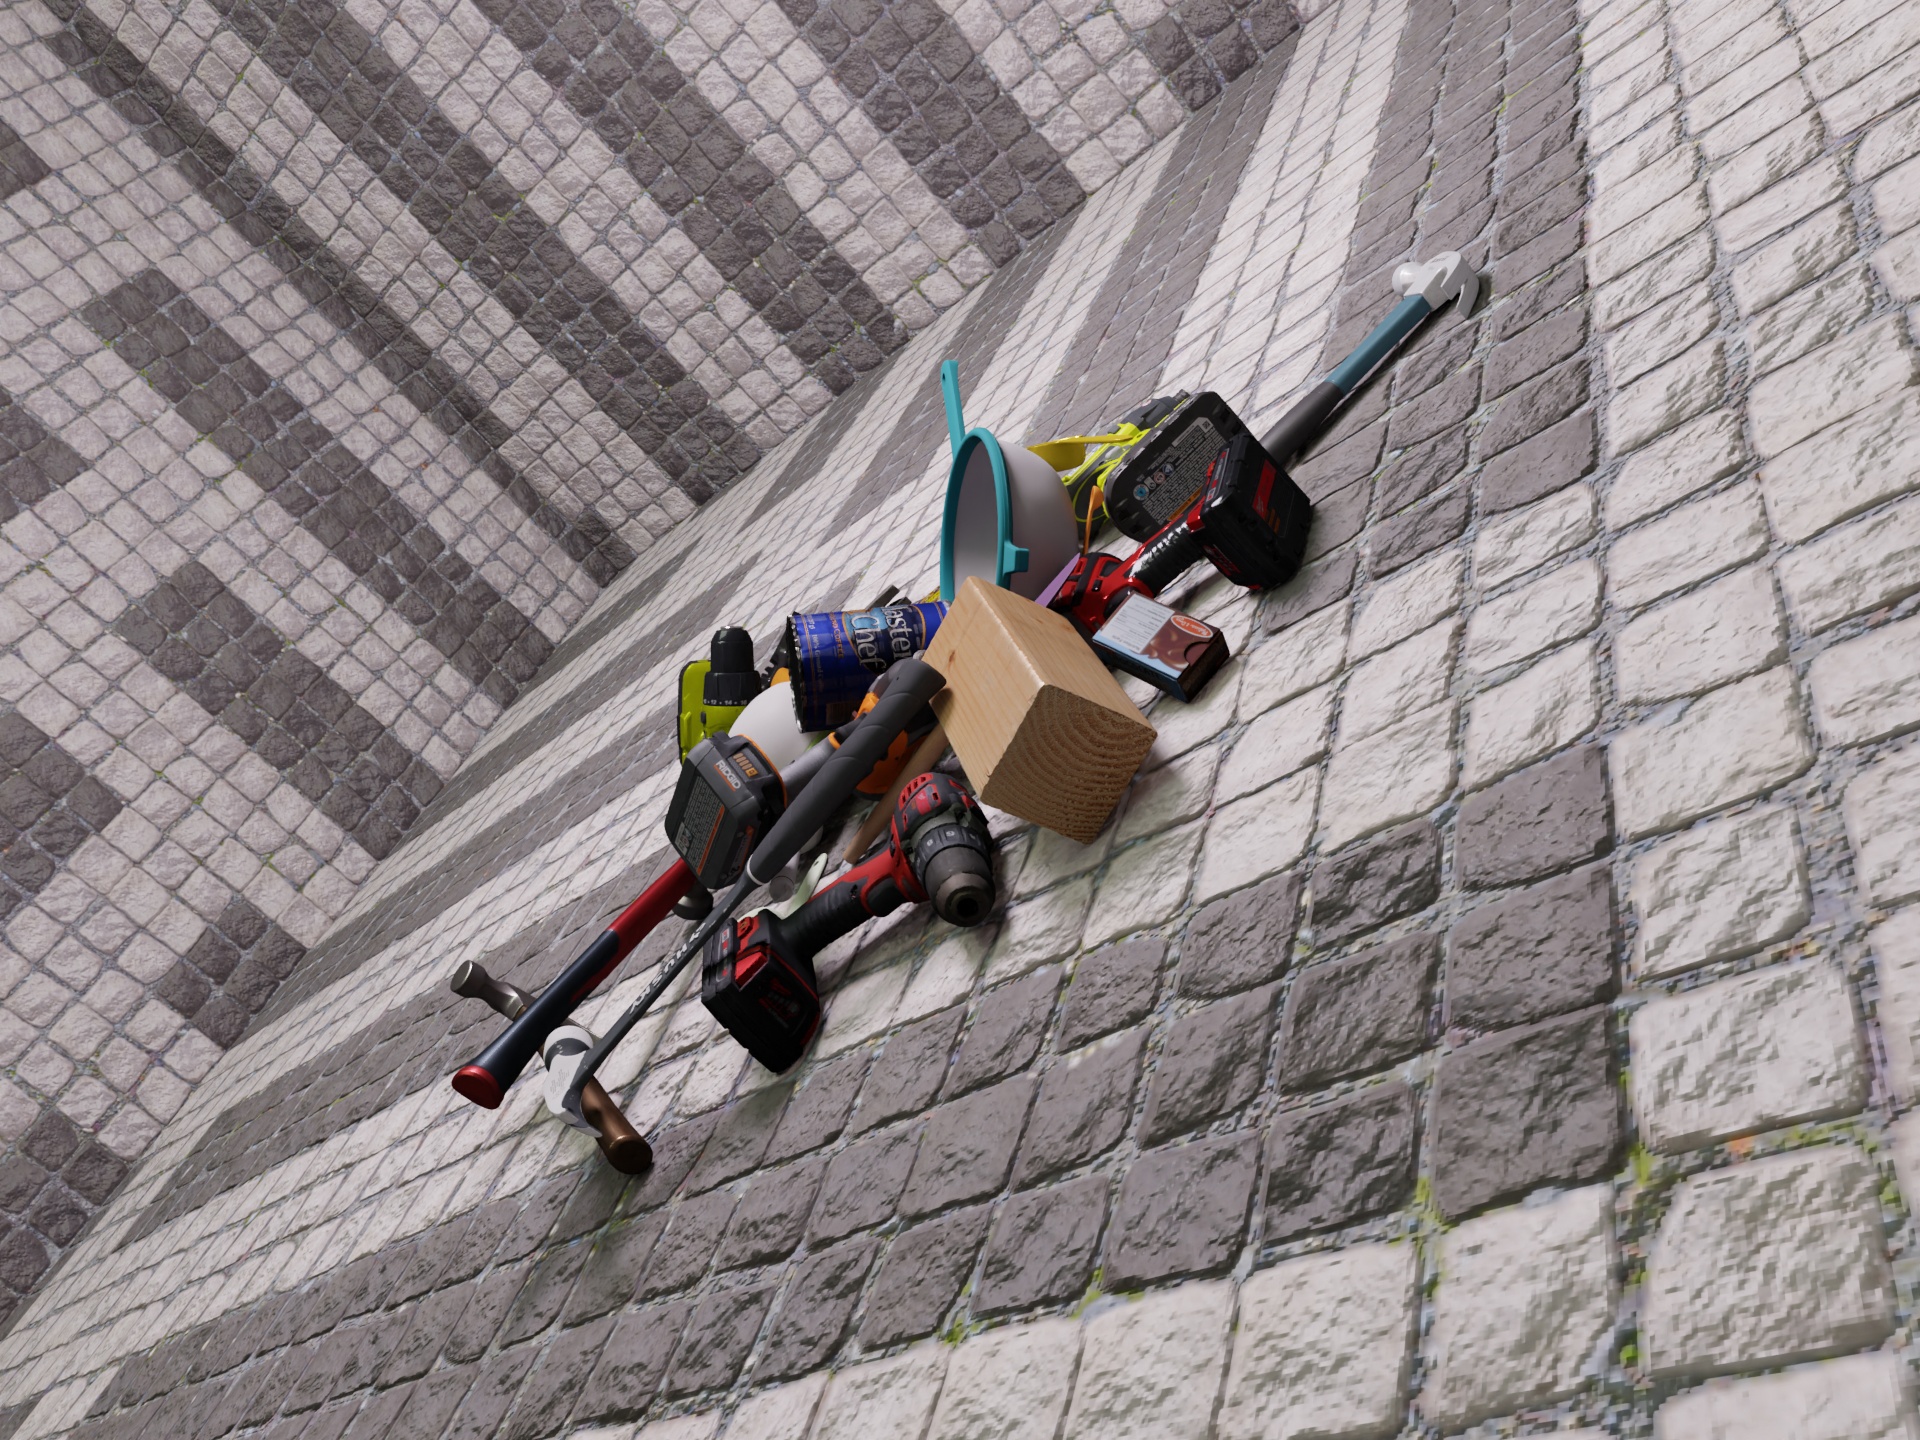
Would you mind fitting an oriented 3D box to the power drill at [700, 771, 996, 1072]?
[{"bbox_3d":[-0.070,0.141,1.103,0.226,0.080,0.188,-39,19,5],"label":"power drill"}]

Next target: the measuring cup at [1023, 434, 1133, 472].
[{"bbox_3d":[0.108,-0.233,1.396,0.062,0.029,0.157,-18,14,-24],"label":"measuring cup"}]

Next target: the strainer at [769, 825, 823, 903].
[{"bbox_3d":[-0.143,0.108,1.331,0.087,0.050,0.258,-34,12,6],"label":"strainer"}]

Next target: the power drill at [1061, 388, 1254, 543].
[{"bbox_3d":[0.169,-0.231,1.412,0.171,0.080,0.223,-45,15,0],"label":"power drill"}]

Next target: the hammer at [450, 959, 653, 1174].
[{"bbox_3d":[-0.313,0.281,1.273,0.031,0.130,0.331,-57,31,-7],"label":"hammer"}]

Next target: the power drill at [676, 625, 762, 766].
[{"bbox_3d":[-0.244,-0.005,1.642,0.080,0.190,0.228,-2,6,-15],"label":"power drill"}]

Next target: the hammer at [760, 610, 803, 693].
[{"bbox_3d":[-0.186,-0.046,1.703,0.127,0.034,0.337,-61,11,2],"label":"hammer"}]

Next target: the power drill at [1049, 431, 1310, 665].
[{"bbox_3d":[0.148,-0.108,1.190,0.219,0.078,0.143,-33,21,37],"label":"power drill"}]

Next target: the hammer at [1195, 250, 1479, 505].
[{"bbox_3d":[0.290,-0.256,1.280,0.331,0.033,0.128,-45,17,-4],"label":"hammer"}]

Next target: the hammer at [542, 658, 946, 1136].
[{"bbox_3d":[-0.152,0.118,1.104,0.409,0.036,0.149,-49,19,2],"label":"hammer"}]

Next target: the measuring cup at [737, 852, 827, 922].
[{"bbox_3d":[-0.153,0.155,1.295,0.083,0.038,0.168,-29,22,38],"label":"measuring cup"}]

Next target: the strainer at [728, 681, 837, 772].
[{"bbox_3d":[-0.177,0.039,1.398,0.151,0.069,0.256,-45,13,23],"label":"strainer"}]

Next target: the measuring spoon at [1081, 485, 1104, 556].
[{"bbox_3d":[0.108,-0.142,1.334,0.021,0.011,0.116,-87,2,-59],"label":"measuring spoon"}]

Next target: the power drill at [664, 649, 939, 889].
[{"bbox_3d":[-0.109,0.028,1.241,0.226,0.084,0.164,-26,-23,-37],"label":"power drill"}]

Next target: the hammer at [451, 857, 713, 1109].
[{"bbox_3d":[-0.286,0.177,1.285,0.386,0.038,0.143,-52,-24,-63],"label":"hammer"}]

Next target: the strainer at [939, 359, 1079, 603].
[{"bbox_3d":[0.042,-0.194,1.402,0.210,0.095,0.341,109,159,-51],"label":"strainer"}]

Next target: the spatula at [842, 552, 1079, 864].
[{"bbox_3d":[-0.002,-0.004,1.245,0.316,0.018,0.060,-53,5,20],"label":"spatula"}]

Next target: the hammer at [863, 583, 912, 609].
[{"bbox_3d":[-0.136,-0.007,1.609,0.149,0.036,0.359,-40,18,28],"label":"hammer"}]
